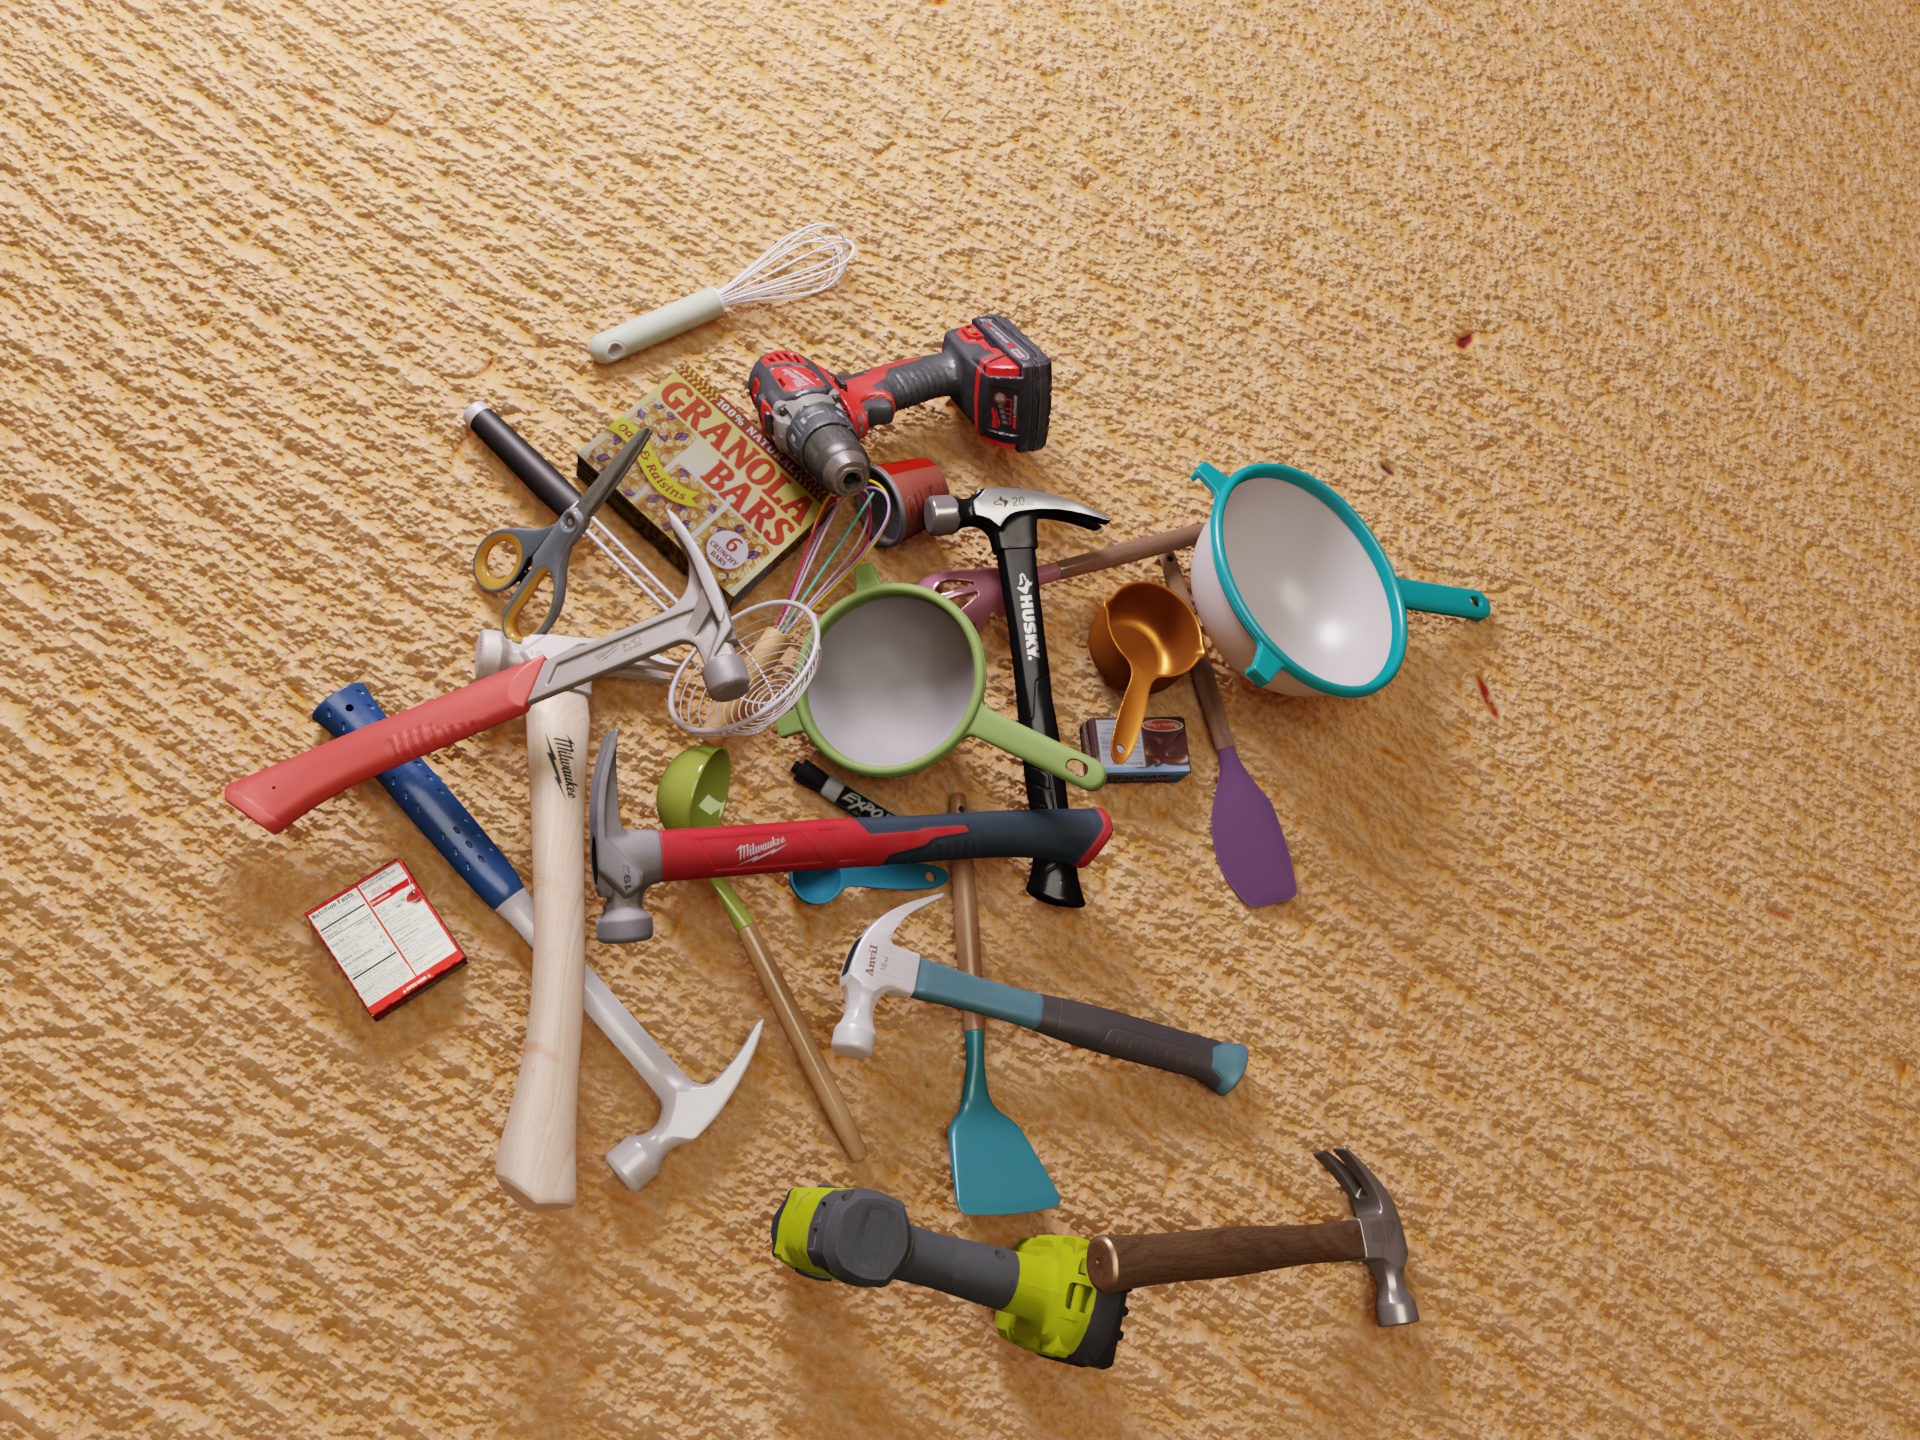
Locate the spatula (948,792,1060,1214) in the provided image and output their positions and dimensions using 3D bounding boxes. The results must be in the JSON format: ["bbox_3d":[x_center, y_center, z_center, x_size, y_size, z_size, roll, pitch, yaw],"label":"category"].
[{"bbox_3d":[0.015,0.204,1.189,0.082,0.044,0.318,4,70,-25],"label":"spatula"}]

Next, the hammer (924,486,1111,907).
[{"bbox_3d":[0.063,-0.019,1.251,0.146,0.035,0.335,-6,84,-16],"label":"hammer"}]

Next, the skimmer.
[{"bbox_3d":[-0.250,-0.127,1.178,0.363,0.090,0.127,44,79,10],"label":"skimmer"}]

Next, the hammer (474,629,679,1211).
[{"bbox_3d":[-0.268,0.125,1.098,0.146,0.038,0.411,6,61,-22],"label":"hammer"}]

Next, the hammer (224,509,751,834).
[{"bbox_3d":[-0.332,-0.019,1.103,0.359,0.036,0.149,-23,67,-5],"label":"hammer"}]

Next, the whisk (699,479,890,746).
[{"bbox_3d":[-0.131,-0.086,1.233,0.047,0.051,0.245,36,78,-20],"label":"whisk"}]

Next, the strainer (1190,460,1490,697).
[{"bbox_3d":[0.313,-0.096,1.352,0.340,0.095,0.211,4,65,-36],"label":"strainer"}]

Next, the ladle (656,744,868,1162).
[{"bbox_3d":[-0.133,0.167,1.146,0.062,0.078,0.320,-27,89,13],"label":"ladle"}]

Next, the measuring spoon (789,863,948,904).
[{"bbox_3d":[-0.071,0.121,1.211,0.128,0.021,0.042,3,71,-24],"label":"measuring spoon"}]

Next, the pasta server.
[{"bbox_3d":[0.102,-0.128,1.320,0.316,0.040,0.060,-16,77,-19],"label":"pasta server"}]

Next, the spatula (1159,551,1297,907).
[{"bbox_3d":[0.211,0.001,1.322,0.060,0.018,0.316,-12,76,-6],"label":"spatula"}]

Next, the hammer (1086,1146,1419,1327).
[{"bbox_3d":[0.210,0.369,1.118,0.331,0.031,0.130,12,61,-40],"label":"hammer"}]

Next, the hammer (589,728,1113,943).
[{"bbox_3d":[-0.068,0.071,1.135,0.386,0.038,0.143,-2,88,-24],"label":"hammer"}]

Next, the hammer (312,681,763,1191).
[{"bbox_3d":[-0.308,0.132,1.130,0.144,0.035,0.405,-40,86,-22],"label":"hammer"}]

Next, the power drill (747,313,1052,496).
[{"bbox_3d":[-0.041,-0.246,1.263,0.226,0.080,0.188,-13,39,-18],"label":"power drill"}]

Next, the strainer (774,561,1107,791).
[{"bbox_3d":[-0.002,-0.004,1.209,0.256,0.069,0.151,25,85,16],"label":"strainer"}]

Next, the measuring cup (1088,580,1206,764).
[{"bbox_3d":[0.136,-0.030,1.282,0.095,0.052,0.174,25,60,-11],"label":"measuring cup"}]

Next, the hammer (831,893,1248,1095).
[{"bbox_3d":[0.068,0.220,1.176,0.330,0.033,0.128,19,61,-18],"label":"hammer"}]

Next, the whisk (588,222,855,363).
[{"bbox_3d":[-0.195,-0.351,1.317,0.246,0.057,0.059,-29,47,-19],"label":"whisk"}]

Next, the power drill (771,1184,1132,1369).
[{"bbox_3d":[-0.013,0.366,1.071,0.223,0.171,0.080,22,68,-17],"label":"power drill"}]
